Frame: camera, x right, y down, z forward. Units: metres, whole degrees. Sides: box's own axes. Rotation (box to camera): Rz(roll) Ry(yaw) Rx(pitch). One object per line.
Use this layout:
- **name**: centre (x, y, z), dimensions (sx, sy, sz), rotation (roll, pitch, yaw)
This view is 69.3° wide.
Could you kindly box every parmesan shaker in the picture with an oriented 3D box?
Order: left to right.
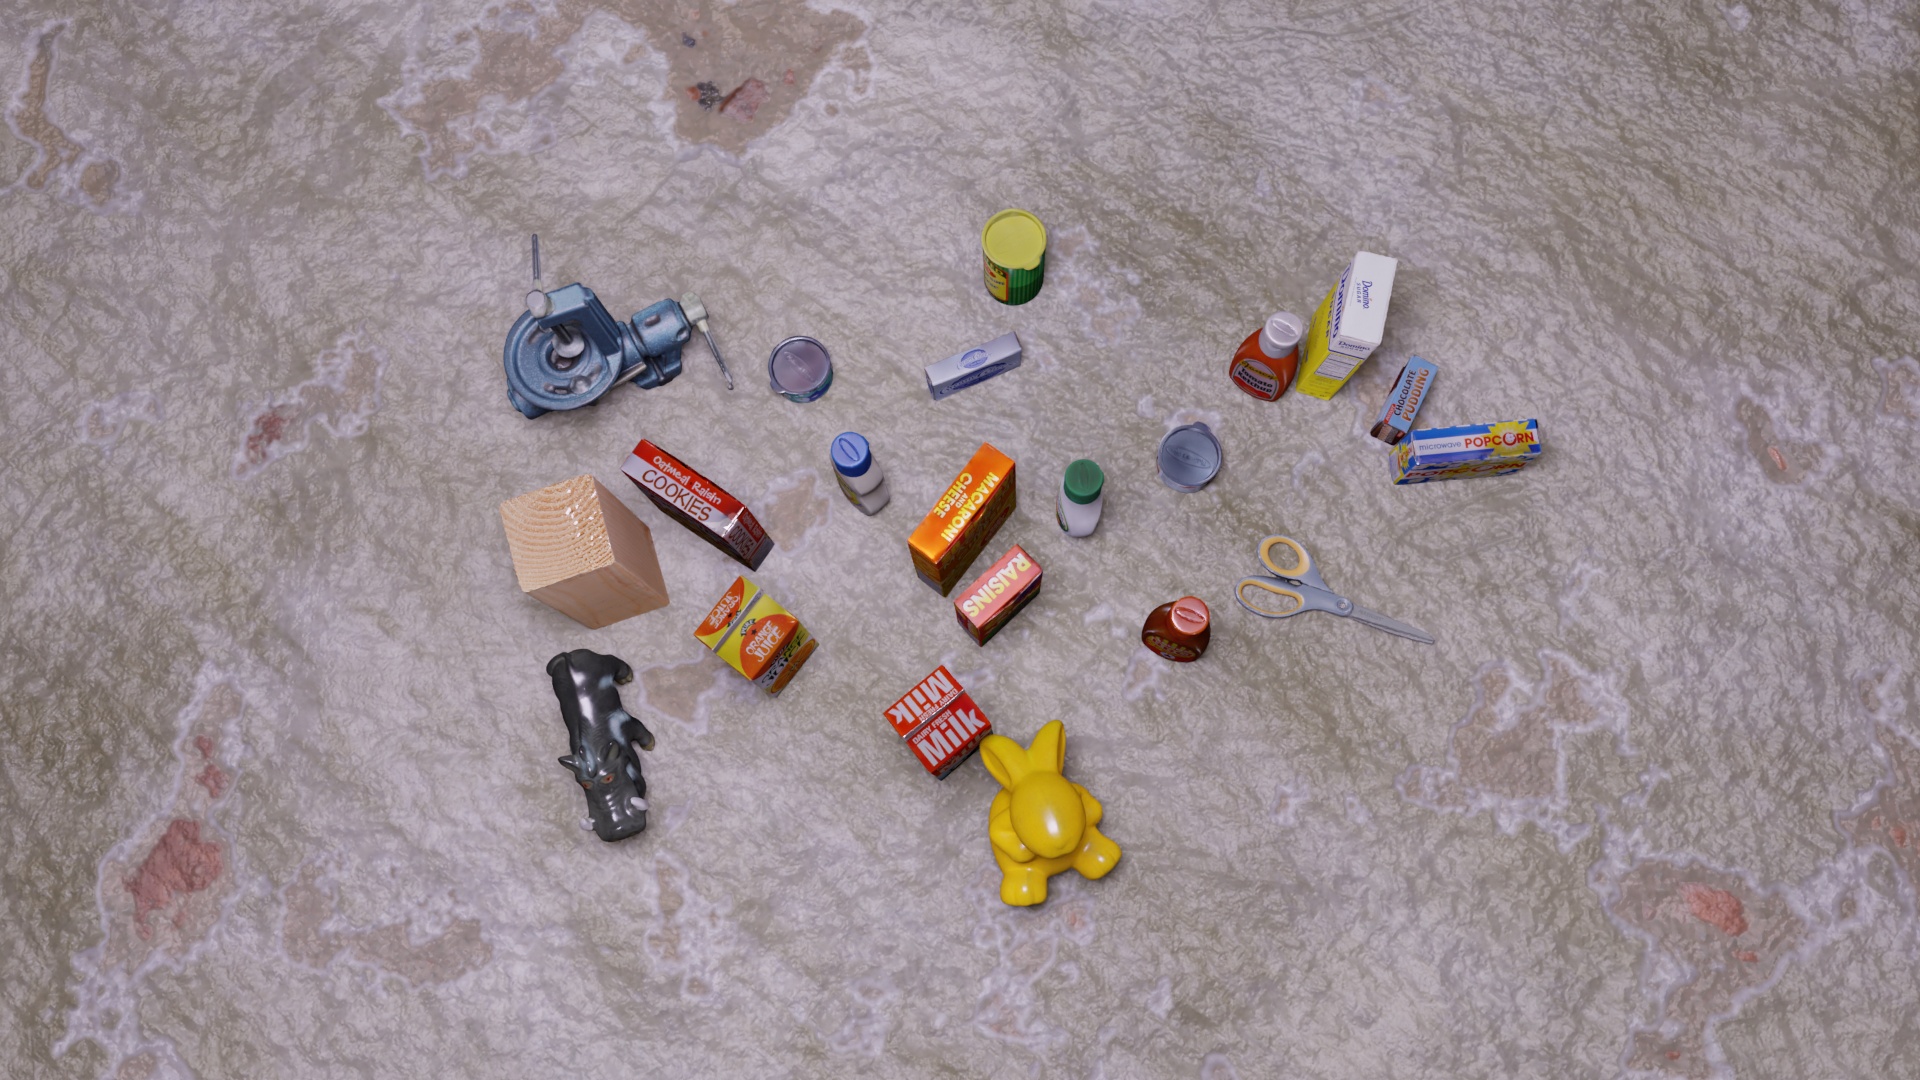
- **parmesan shaker**: centre (0.057, -0.293, 1.457), dimensions (0.071, 0.103, 0.071), rotation (0, 77, 2)

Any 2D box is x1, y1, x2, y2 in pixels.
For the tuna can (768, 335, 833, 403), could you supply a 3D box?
- **tuna can**: centre (-0.171, -0.179, 1.473), dimensions (0.071, 0.032, 0.071), rotation (0, 77, 2)

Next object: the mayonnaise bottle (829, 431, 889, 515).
- **mayonnaise bottle**: centre (-0.104, -0.070, 1.385), dimensions (0.041, 0.147, 0.065), rotation (-39, 79, -7)

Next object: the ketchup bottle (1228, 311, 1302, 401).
- **ketchup bottle**: centre (0.313, -0.188, 1.401), dimensions (0.065, 0.148, 0.043), rotation (32, 80, 9)

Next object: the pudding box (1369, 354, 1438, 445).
- **pudding box**: centre (0.459, -0.145, 1.437), dimensions (0.030, 0.049, 0.084), rotation (27, 79, 8)

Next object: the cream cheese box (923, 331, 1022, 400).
- **cream cheese box**: centre (0.014, -0.182, 1.458), dimensions (0.104, 0.053, 0.024), rotation (-22, 77, -4)

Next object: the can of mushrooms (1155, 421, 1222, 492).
- **can of mushrooms**: centre (0.237, -0.086, 1.438), dimensions (0.071, 0.033, 0.071), rotation (0, 77, 2)

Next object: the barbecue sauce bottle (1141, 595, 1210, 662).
- **barbecue sauce bottle**: centre (0.212, 0.084, 1.339), dimensions (0.065, 0.148, 0.044), rotation (21, 79, 7)

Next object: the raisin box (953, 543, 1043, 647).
- **raisin box**: centre (0.037, 0.056, 1.363), dimensions (0.086, 0.123, 0.040), rotation (-42, 79, -7)

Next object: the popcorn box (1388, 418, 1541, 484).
- **popcorn box**: centre (0.508, -0.089, 1.404), dimensions (0.127, 0.085, 0.038), rotation (-5, 77, 0)

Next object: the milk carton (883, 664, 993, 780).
- **milk carton**: centre (-0.019, 0.172, 1.303), dimensions (0.072, 0.190, 0.073), rotation (-39, 79, -7)

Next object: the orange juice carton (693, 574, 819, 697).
- **orange juice carton**: centre (-0.196, 0.091, 1.326), dimensions (0.073, 0.192, 0.072), rotation (37, 81, 9)

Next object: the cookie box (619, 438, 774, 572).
- **cookie box**: centre (-0.256, -0.032, 1.371), dimensions (0.123, 0.167, 0.040), rotation (32, 80, 9)

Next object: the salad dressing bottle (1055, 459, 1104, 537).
- **salad dressing bottle**: centre (0.118, -0.044, 1.373), dimensions (0.044, 0.147, 0.064), rotation (-5, 77, 1)

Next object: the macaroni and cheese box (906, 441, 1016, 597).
- **macaroni and cheese box**: centre (0.005, -0.017, 1.360), dimensions (0.040, 0.166, 0.124), rotation (36, 81, 9)
